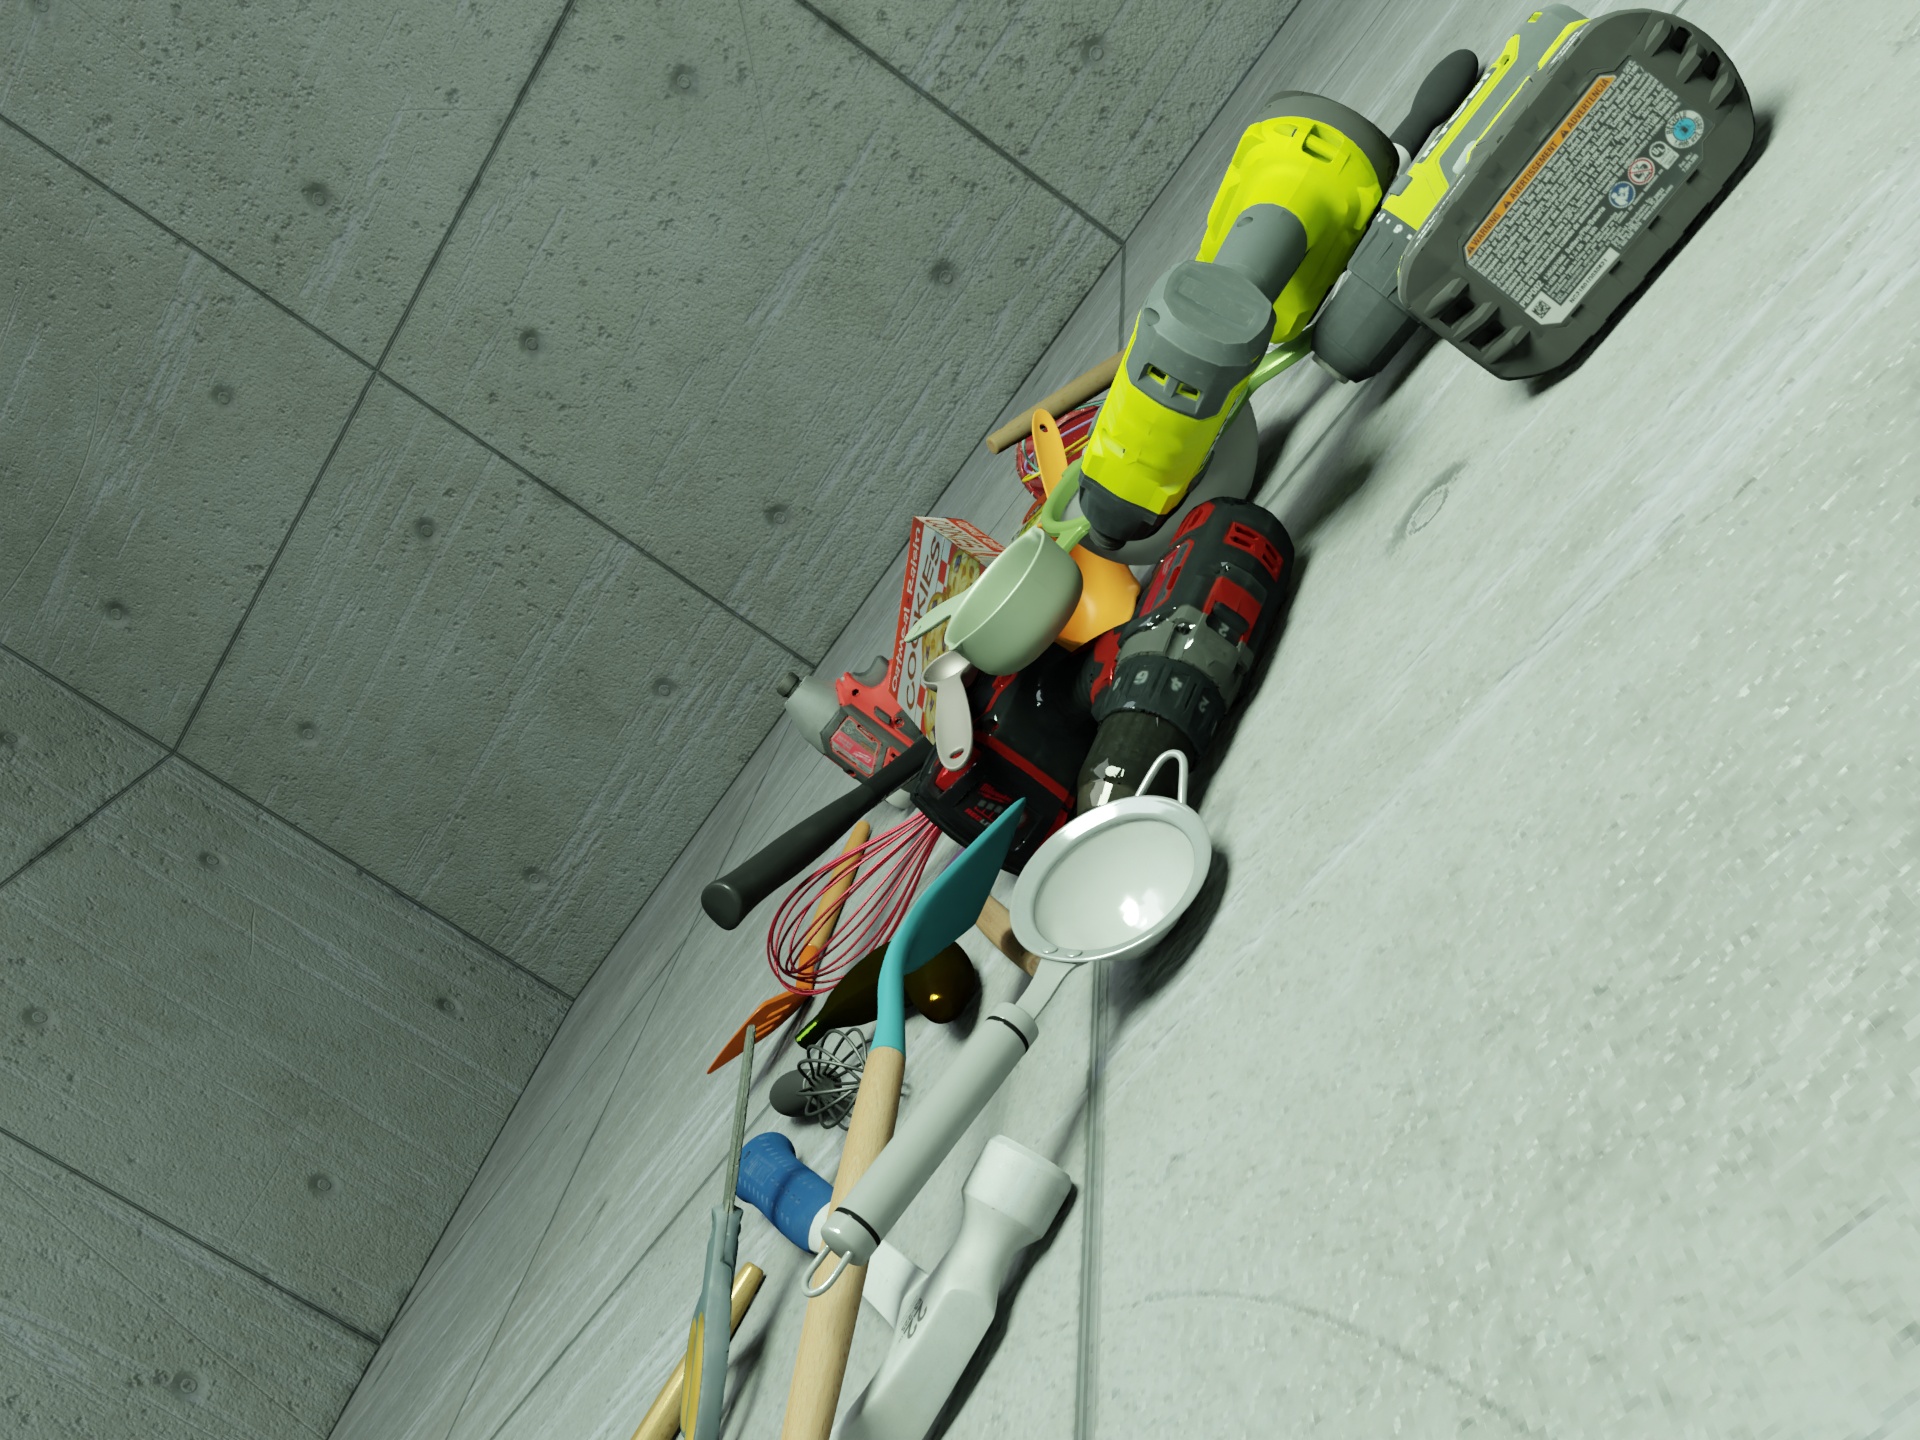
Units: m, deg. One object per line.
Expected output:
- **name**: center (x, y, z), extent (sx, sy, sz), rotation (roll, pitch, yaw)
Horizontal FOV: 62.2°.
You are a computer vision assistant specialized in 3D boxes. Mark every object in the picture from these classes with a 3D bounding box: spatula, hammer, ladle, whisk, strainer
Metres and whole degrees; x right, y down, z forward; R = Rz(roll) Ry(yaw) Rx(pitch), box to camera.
- **spatula**: center (-0.022, 0.152, 0.610), extent (0.318, 0.044, 0.082), rotation (-77, 5, -51)
- **hammer**: center (-0.062, 0.237, 0.722), extent (0.144, 0.035, 0.405), rotation (-58, 9, -15)
- **ladle**: center (0.139, -0.277, 1.102), extent (0.320, 0.062, 0.078), rotation (-34, 4, -18)
- **spatula**: center (-0.120, 0.163, 1.258), extent (0.081, 0.041, 0.323), rotation (-52, 9, 29)
- **whisk**: center (0.263, -0.338, 1.028), extent (0.285, 0.070, 0.070), rotation (-53, 8, -16)
- **hammer**: center (-0.076, 0.060, 1.116), extent (0.146, 0.035, 0.335), rotation (-48, -6, 31)
- **strainer**: center (0.167, -0.167, 0.931), extent (0.256, 0.069, 0.152), rotation (-32, 20, 22)
- **spatula**: center (0.014, 0.101, 0.866), extent (0.060, 0.018, 0.316), rotation (-53, 8, -3)
- **ladle**: center (-0.187, 0.413, 0.784), extent (0.315, 0.031, 0.069), rotation (-58, 9, -22)
- **strainer**: center (0.023, 0.110, 0.590), extent (0.087, 0.050, 0.258), rotation (3, 40, 45)
- **whisk**: center (-0.023, 0.072, 1.038), extent (0.296, 0.073, 0.073), rotation (-47, 11, 14)
- **whisk**: center (0.130, -0.229, 1.136), extent (0.245, 0.051, 0.047), rotation (-37, -18, -29)
- **whisk**: center (-0.081, 0.208, 0.896), extent (0.055, 0.055, 0.239), rotation (-59, 6, -22)

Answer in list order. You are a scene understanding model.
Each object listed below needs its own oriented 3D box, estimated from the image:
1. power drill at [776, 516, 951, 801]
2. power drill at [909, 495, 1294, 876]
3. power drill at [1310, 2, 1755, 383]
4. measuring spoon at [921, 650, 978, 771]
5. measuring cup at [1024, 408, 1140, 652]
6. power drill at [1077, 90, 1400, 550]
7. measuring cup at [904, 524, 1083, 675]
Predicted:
- **power drill**: center (-0.042, -0.053, 1.305), extent (0.219, 0.143, 0.078), rotation (-52, 7, 7)
- **power drill**: center (0.063, 0.005, 0.784), extent (0.226, 0.080, 0.188), rotation (-37, 21, 55)
- **power drill**: center (0.232, -0.220, 0.696), extent (0.190, 0.080, 0.229), rotation (-52, 7, 19)
- **measuring spoon**: center (-0.001, -0.003, 0.835), extent (0.034, 0.018, 0.124), rotation (-26, 28, 12)
- **measuring cup**: center (0.057, -0.117, 1.039), extent (0.052, 0.095, 0.174), rotation (133, 133, -58)
- **power drill**: center (0.131, -0.197, 0.800), extent (0.223, 0.080, 0.171), rotation (-57, -6, -32)
- **measuring cup**: center (0.013, -0.052, 0.852), extent (0.083, 0.038, 0.167), rotation (-57, 14, -19)
